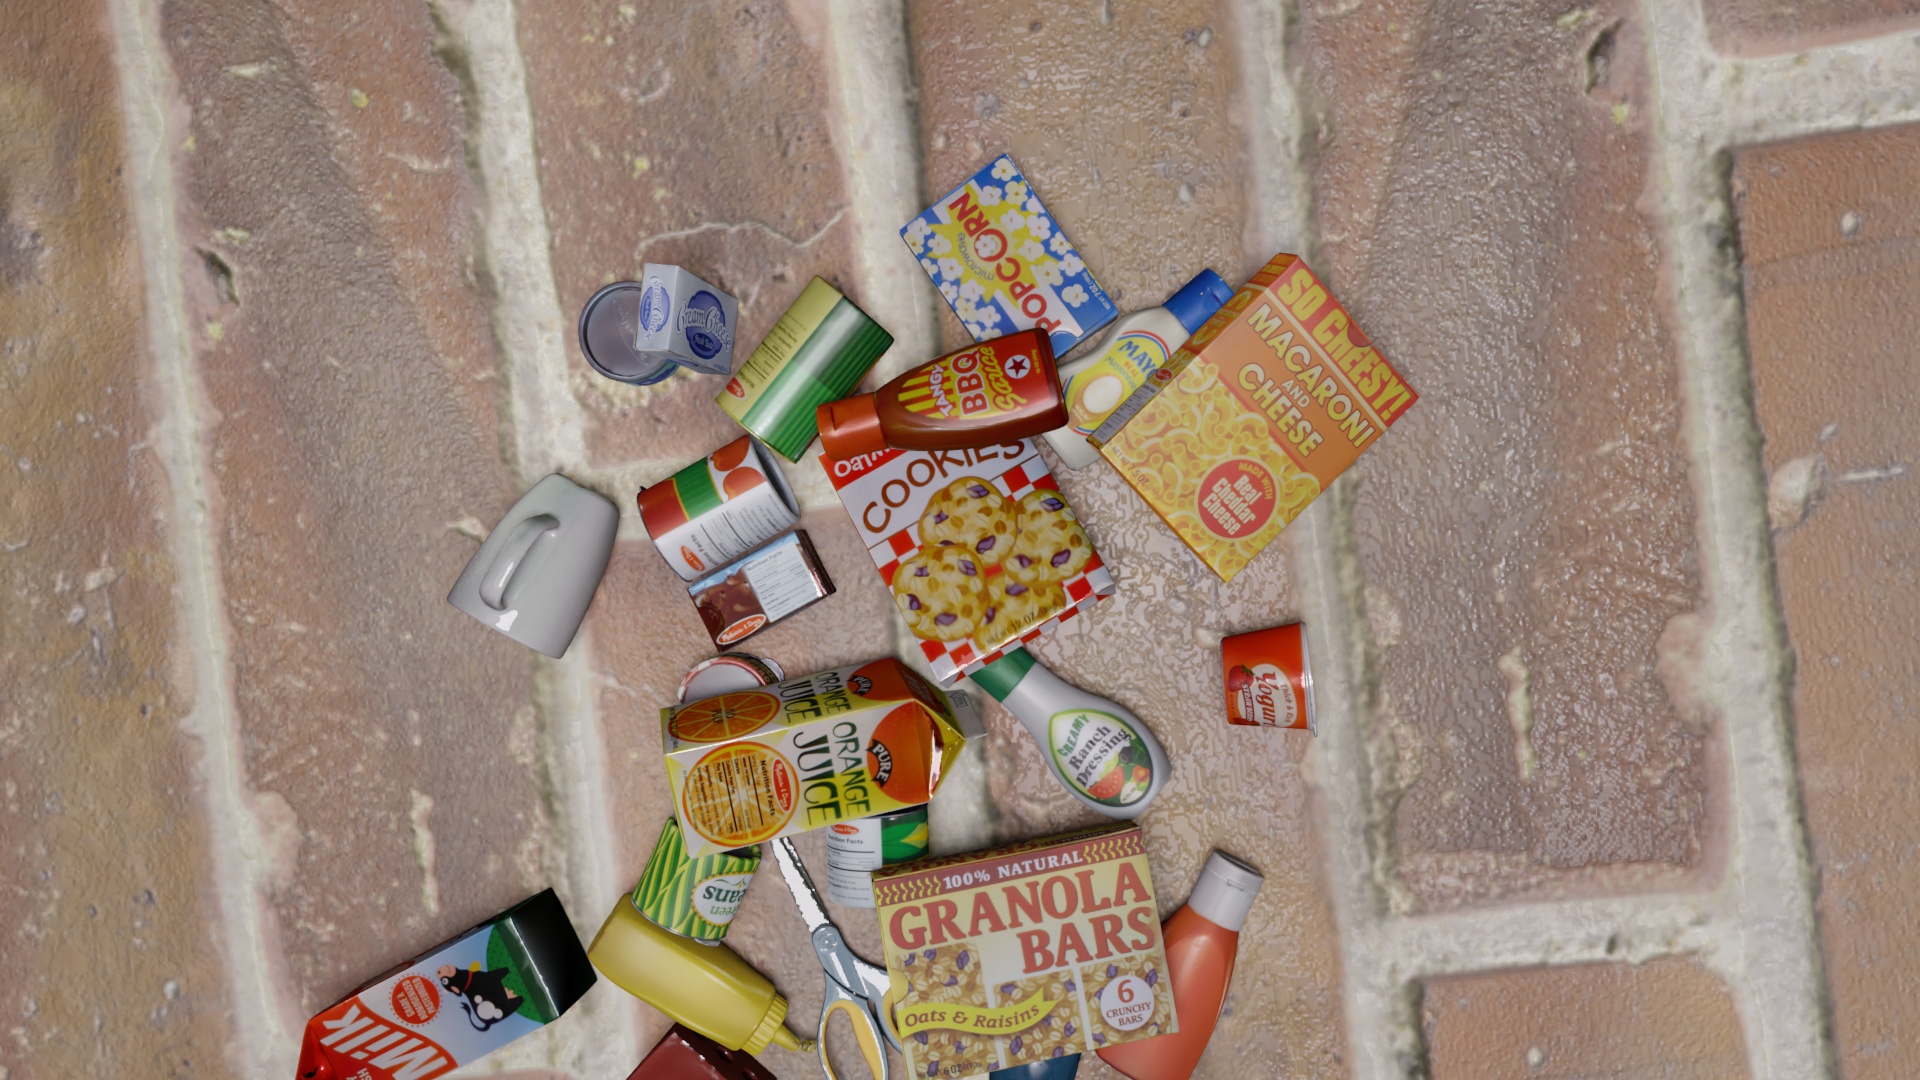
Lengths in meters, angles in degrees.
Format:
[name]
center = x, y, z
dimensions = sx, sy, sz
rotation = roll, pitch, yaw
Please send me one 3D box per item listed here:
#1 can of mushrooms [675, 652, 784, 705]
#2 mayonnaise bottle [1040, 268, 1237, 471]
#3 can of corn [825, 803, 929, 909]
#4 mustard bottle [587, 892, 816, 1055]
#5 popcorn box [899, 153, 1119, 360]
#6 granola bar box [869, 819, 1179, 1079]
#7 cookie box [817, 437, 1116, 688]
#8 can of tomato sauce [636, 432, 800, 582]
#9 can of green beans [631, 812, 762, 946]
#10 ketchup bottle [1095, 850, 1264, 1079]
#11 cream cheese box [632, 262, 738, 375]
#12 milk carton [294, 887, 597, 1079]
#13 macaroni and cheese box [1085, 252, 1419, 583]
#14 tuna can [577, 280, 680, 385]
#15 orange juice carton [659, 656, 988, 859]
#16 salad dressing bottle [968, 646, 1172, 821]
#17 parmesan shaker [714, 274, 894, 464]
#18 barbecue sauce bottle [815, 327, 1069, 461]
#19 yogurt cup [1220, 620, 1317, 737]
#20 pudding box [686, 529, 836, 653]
[can of mushrooms]
center = -0.149, 0.105, 0.907
dimensions = 0.071, 0.033, 0.071
rotation = 0, 90, 6
[mayonnaise bottle]
center = 0.110, -0.112, 0.880
dimensions = 0.148, 0.041, 0.064
rotation = -40, 94, 4
[can of corn]
center = -0.051, 0.197, 0.885
dimensions = 0.071, 0.071, 0.058
rotation = -2, 91, 5
[mustard bottle]
center = -0.162, 0.289, 0.895
dimensions = 0.160, 0.065, 0.049
rotation = 35, 90, -4
[popcorn box]
center = 0.031, -0.170, 0.889
dimensions = 0.085, 0.038, 0.126
rotation = -35, 87, 3
[granola bar box]
center = 0.038, 0.246, 0.833
dimensions = 0.166, 0.039, 0.124
rotation = -10, 87, -5
[cookie box]
center = 0.003, -0.011, 0.872
dimensions = 0.123, 0.040, 0.168
rotation = -29, 75, 1
[can of tomato sauce]
center = -0.155, -0.023, 0.892
dimensions = 0.083, 0.071, 0.071
rotation = -28, 88, 4
[can of green beans]
center = -0.169, 0.215, 0.892
dimensions = 0.071, 0.071, 0.058
rotation = 26, 92, 4
[ketchup bottle]
center = 0.143, 0.270, 0.878
dimensions = 0.065, 0.043, 0.148
rotation = 27, 92, 3
[cream cheese box]
center = -0.171, -0.137, 0.873
dimensions = 0.024, 0.104, 0.053
rotation = 6, 90, 12
[milk carton]
center = -0.345, 0.308, 0.904
dimensions = 0.190, 0.072, 0.073
rotation = -27, 89, 5
[macaroni and cheese box]
center = 0.181, -0.075, 0.858
dimensions = 0.166, 0.040, 0.123
rotation = -44, 107, 4
[tuna can]
center = -0.211, -0.136, 0.911
dimensions = 0.071, 0.033, 0.071
rotation = 0, 90, 5
[orange juice carton]
center = -0.083, 0.128, 0.861
dimensions = 0.193, 0.072, 0.072
rotation = -12, 108, -11
[salad dressing bottle]
center = 0.065, 0.114, 0.884
dimensions = 0.148, 0.044, 0.064
rotation = 40, 93, 6
[parmesan shaker]
center = -0.097, -0.108, 0.884
dimensions = 0.071, 0.071, 0.103
rotation = 40, 93, 3
[barbecue sauce bottle]
center = -0.012, -0.082, 0.846
dimensions = 0.148, 0.043, 0.065
rotation = -14, 65, 6
[yogurt cup]
center = 0.191, 0.086, 0.865
dimensions = 0.054, 0.072, 0.072
rotation = -5, 90, 13
[pudding box]
center = -0.130, 0.032, 0.907
dimensions = 0.083, 0.030, 0.049
rotation = -28, 89, 4
